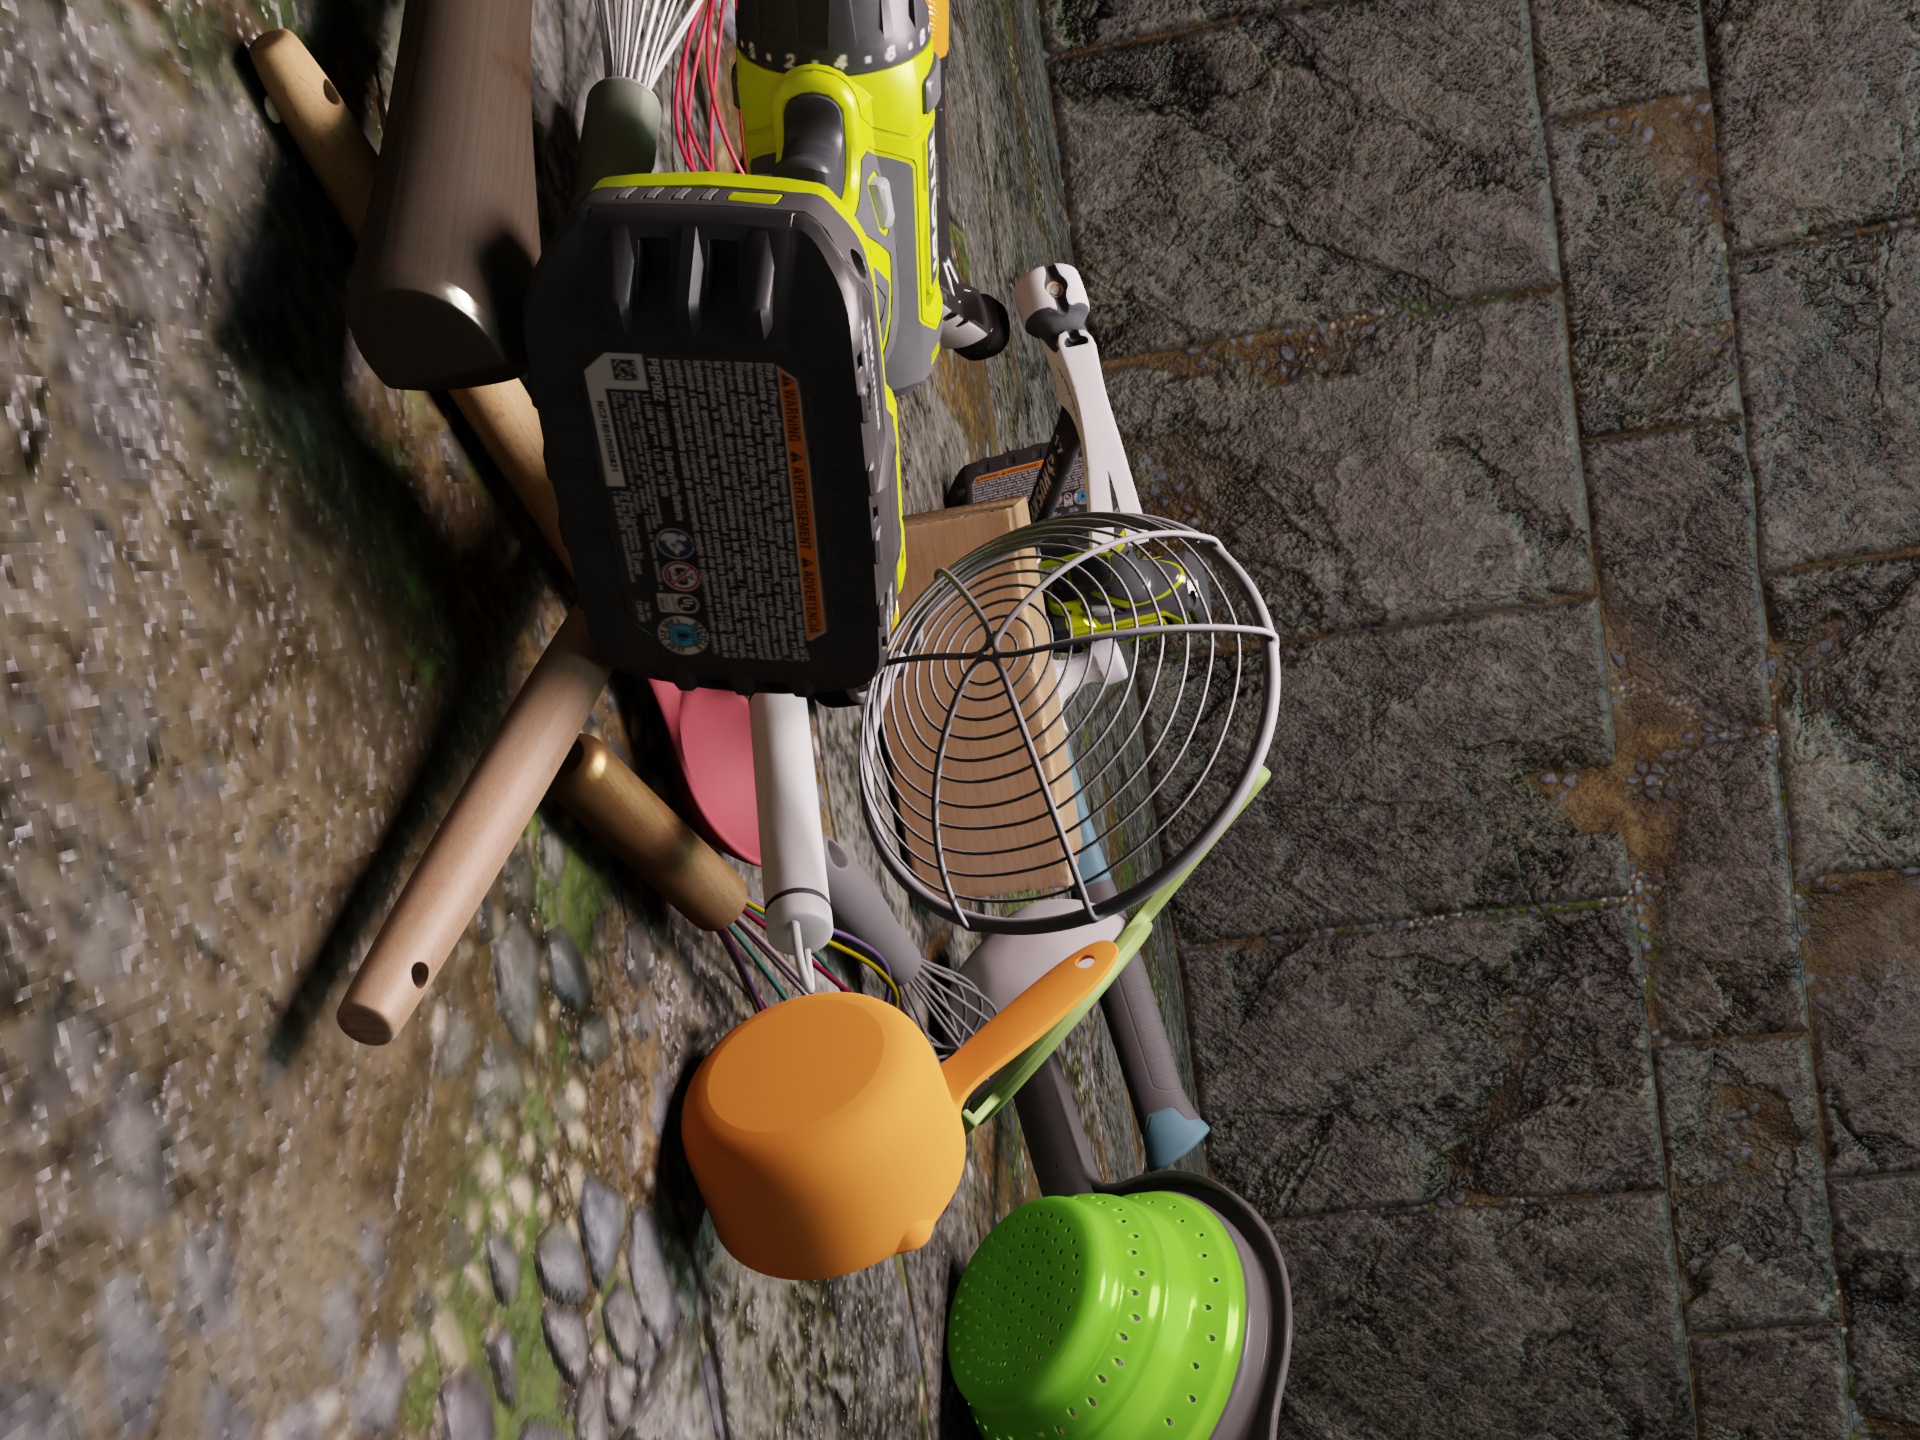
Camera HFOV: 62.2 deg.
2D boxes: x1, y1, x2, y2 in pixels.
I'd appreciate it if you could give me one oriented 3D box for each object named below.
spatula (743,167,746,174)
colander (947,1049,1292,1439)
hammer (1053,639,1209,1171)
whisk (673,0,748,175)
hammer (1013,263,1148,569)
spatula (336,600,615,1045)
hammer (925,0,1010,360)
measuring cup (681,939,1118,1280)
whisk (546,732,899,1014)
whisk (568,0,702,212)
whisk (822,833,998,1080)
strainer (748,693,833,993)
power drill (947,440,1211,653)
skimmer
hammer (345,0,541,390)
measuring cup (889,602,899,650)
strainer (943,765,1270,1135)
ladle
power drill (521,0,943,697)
[{"bbox_3d":[-0.077,-0.313,0.804,0.081,0.041,0.323,52,27,-30],"label":"spatula"},{"bbox_3d":[0.047,0.276,0.883,0.094,0.204,0.397,38,14,-24],"label":"colander"},{"bbox_3d":[0.089,0.118,1.016,0.033,0.128,0.331,41,31,-73],"label":"hammer"},{"bbox_3d":[-0.095,-0.330,0.685,0.073,0.073,0.296,55,24,-68],"label":"whisk"},{"bbox_3d":[0.045,-0.108,0.986,0.408,0.036,0.149,109,-33,-72],"label":"hammer"},{"bbox_3d":[-0.096,-0.035,0.440,0.316,0.018,0.059,-77,149,-51],"label":"spatula"},{"bbox_3d":[-0.024,-0.363,0.823,0.127,0.034,0.337,18,66,-58],"label":"hammer"},{"bbox_3d":[-0.015,0.108,0.533,0.095,0.173,0.052,24,-40,49],"label":"measuring cup"},{"bbox_3d":[-0.076,0.074,0.542,0.244,0.047,0.051,58,27,-55],"label":"whisk"},{"bbox_3d":[-0.112,-0.214,0.539,0.059,0.058,0.246,22,59,-38],"label":"whisk"},{"bbox_3d":[-0.030,0.116,0.740,0.238,0.055,0.055,61,23,-52],"label":"whisk"},{"bbox_3d":[-0.059,-0.013,0.525,0.259,0.050,0.086,-102,-175,-47],"label":"strainer"},{"bbox_3d":[0.081,-0.117,1.204,0.223,0.171,0.080,44,38,-59],"label":"power drill"},{"bbox_3d":[-0.001,-0.002,0.562,0.127,0.090,0.363,-57,-171,-7],"label":"skimmer"},{"bbox_3d":[-0.131,-0.260,0.438,0.146,0.038,0.411,63,19,-56],"label":"hammer"},{"bbox_3d":[-0.072,-0.059,0.716,0.156,0.029,0.062,6,76,-67],"label":"measuring cup"},{"bbox_3d":[0.068,0.109,0.891,0.069,0.256,0.151,40,6,8],"label":"strainer"},{"bbox_3d":[-0.112,-0.054,0.469,0.315,0.031,0.069,67,14,-48],"label":"ladle"},{"bbox_3d":[-0.046,-0.137,0.439,0.229,0.080,0.190,-82,173,-45],"label":"power drill"}]
